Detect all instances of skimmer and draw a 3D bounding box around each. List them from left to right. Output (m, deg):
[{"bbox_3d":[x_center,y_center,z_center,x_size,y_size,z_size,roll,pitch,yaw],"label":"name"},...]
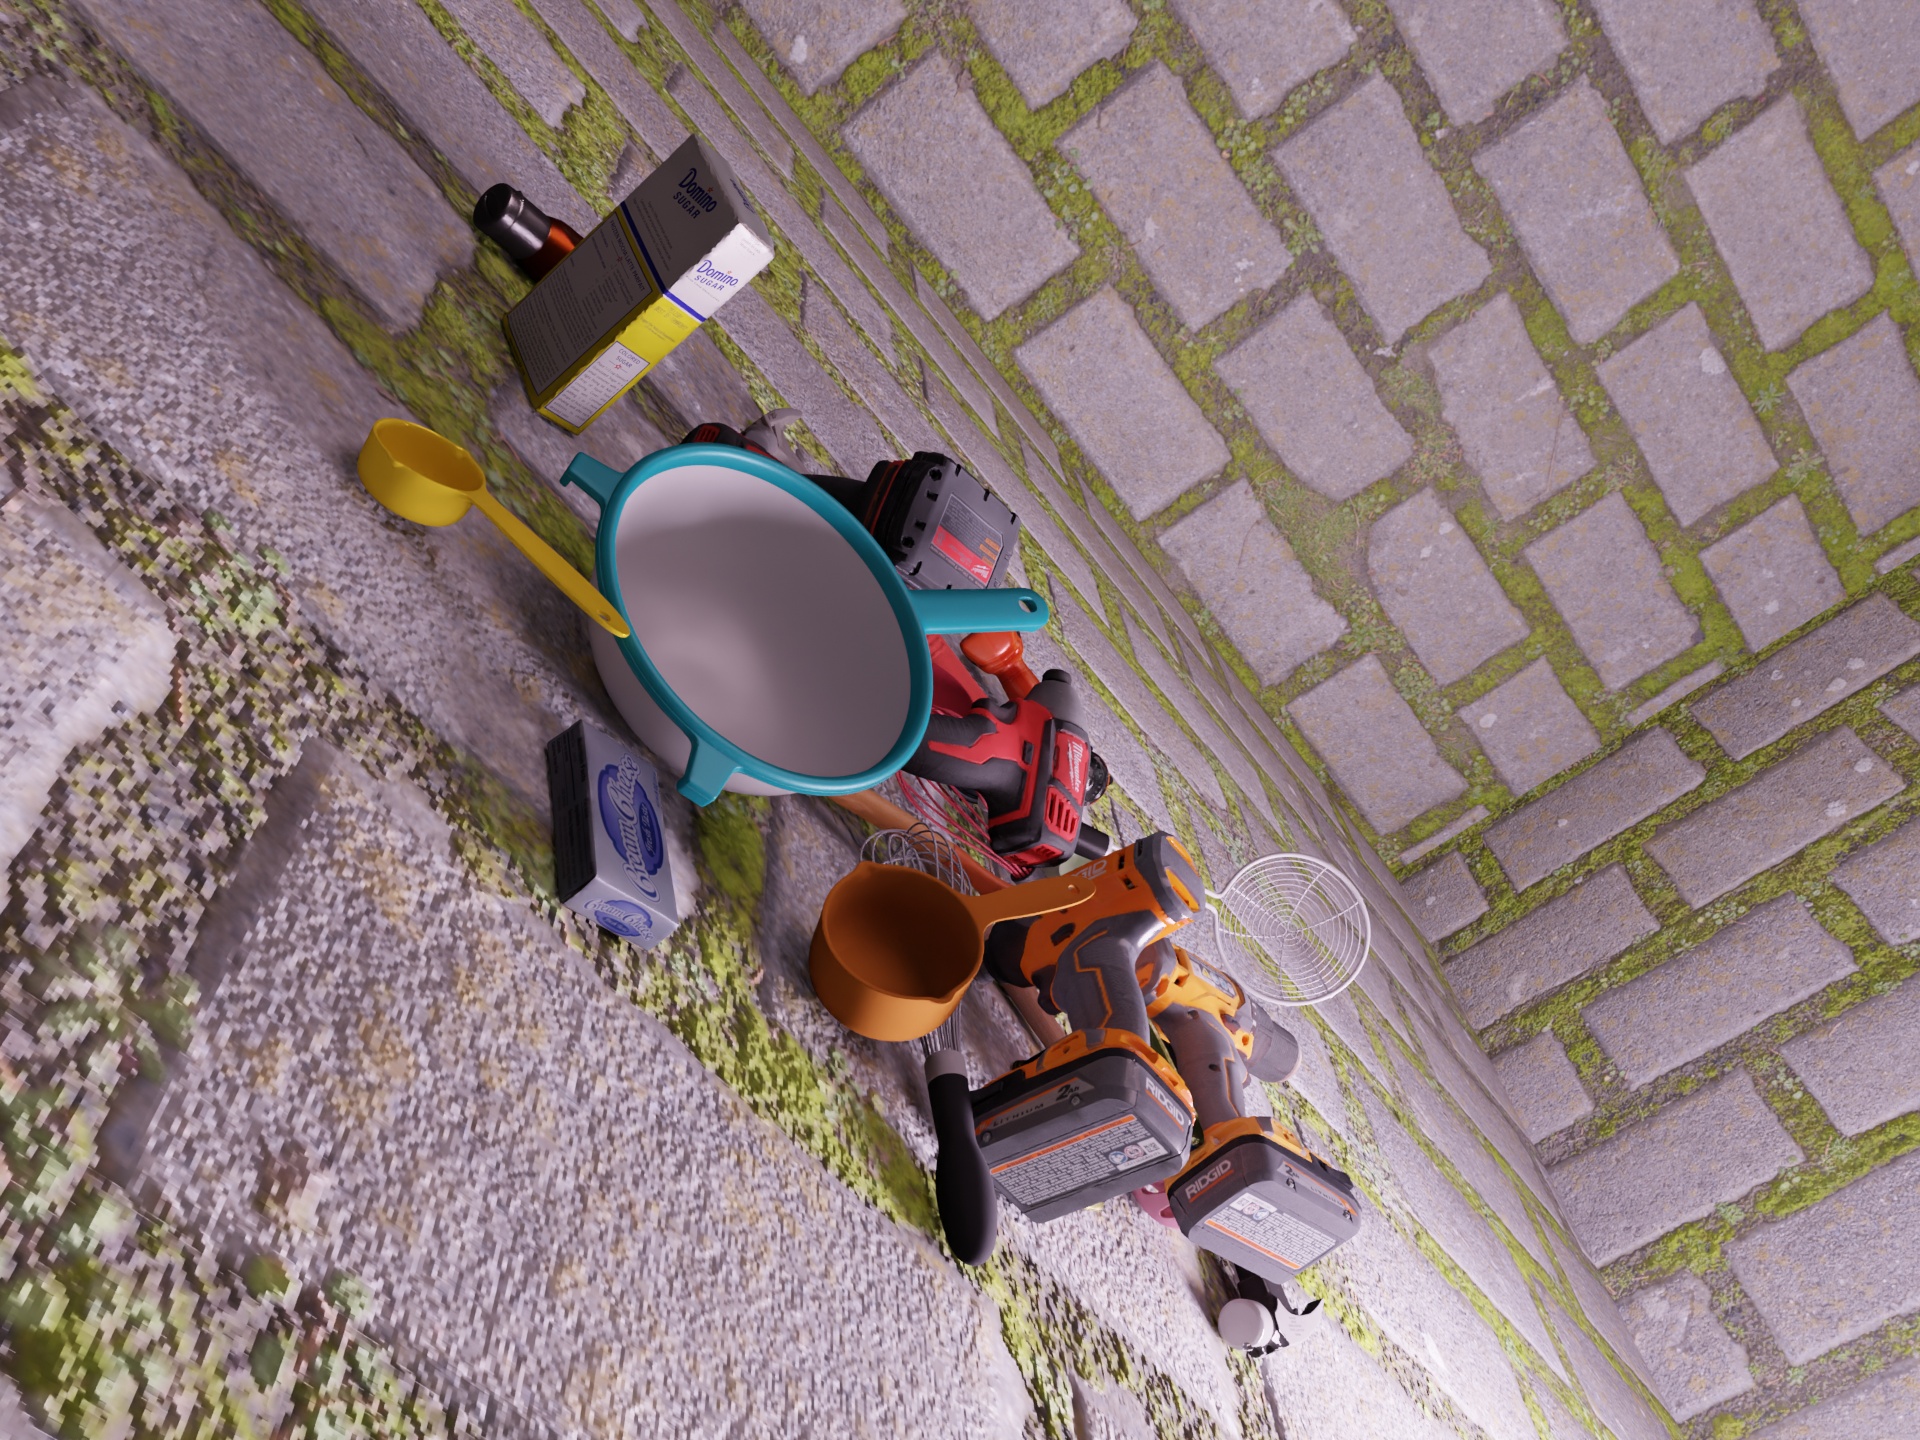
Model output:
[{"bbox_3d":[0.175,0.125,1.262,0.363,0.127,0.090,26,-10,-31],"label":"skimmer"}]

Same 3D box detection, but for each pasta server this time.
[{"bbox_3d":[0.068,0.208,1.064,0.316,0.040,0.060,56,25,6],"label":"pasta server"}]

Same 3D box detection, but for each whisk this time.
[{"bbox_3d":[-0.011,0.168,0.882,0.070,0.070,0.285,42,25,-40],"label":"whisk"},{"bbox_3d":[0.036,0.096,1.169,0.295,0.073,0.073,54,14,-24],"label":"whisk"}]

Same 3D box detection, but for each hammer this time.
[{"bbox_3d":[-0.059,-0.111,1.355,0.359,0.036,0.149,52,15,-8],"label":"hammer"},{"bbox_3d":[0.176,0.291,1.163,0.146,0.035,0.335,34,32,-53],"label":"hammer"}]

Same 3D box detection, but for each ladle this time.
[{"bbox_3d":[-0.098,-0.077,1.171,0.315,0.031,0.069,37,25,-40],"label":"ladle"}]

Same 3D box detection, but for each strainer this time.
[{"bbox_3d":[-0.082,-0.043,0.912,0.340,0.095,0.211,-6,67,-49],"label":"strainer"}]

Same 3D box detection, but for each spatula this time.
[{"bbox_3d":[-0.027,0.066,1.008,0.322,0.081,0.041,34,37,-29],"label":"spatula"}]

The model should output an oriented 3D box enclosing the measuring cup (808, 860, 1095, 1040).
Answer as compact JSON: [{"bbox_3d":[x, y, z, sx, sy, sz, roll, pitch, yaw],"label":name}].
[{"bbox_3d":[-0.002,0.120,0.863,0.173,0.052,0.095,-9,50,-34],"label":"measuring cup"}]

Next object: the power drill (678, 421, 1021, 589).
[{"bbox_3d":[-0.071,-0.135,1.117,0.227,0.080,0.187,17,-9,35],"label":"power drill"}]

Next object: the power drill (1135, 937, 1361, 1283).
[{"bbox_3d":[0.192,0.260,1.077,0.185,0.084,0.226,34,24,-31],"label":"power drill"}]

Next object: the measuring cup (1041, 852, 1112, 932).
[{"bbox_3d":[0.105,0.167,1.267,0.083,0.038,0.168,-3,70,-51],"label":"measuring cup"}]

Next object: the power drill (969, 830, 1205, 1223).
[{"bbox_3d":[0.063,0.176,0.941,0.084,0.164,0.227,49,29,-23],"label":"power drill"}]

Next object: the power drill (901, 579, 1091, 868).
[{"bbox_3d":[-0.002,-0.003,1.055,0.219,0.078,0.143,29,58,-31],"label":"power drill"}]

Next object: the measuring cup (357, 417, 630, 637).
[{"bbox_3d":[-0.222,-0.084,0.755,0.156,0.029,0.062,42,20,3],"label":"measuring cup"}]
